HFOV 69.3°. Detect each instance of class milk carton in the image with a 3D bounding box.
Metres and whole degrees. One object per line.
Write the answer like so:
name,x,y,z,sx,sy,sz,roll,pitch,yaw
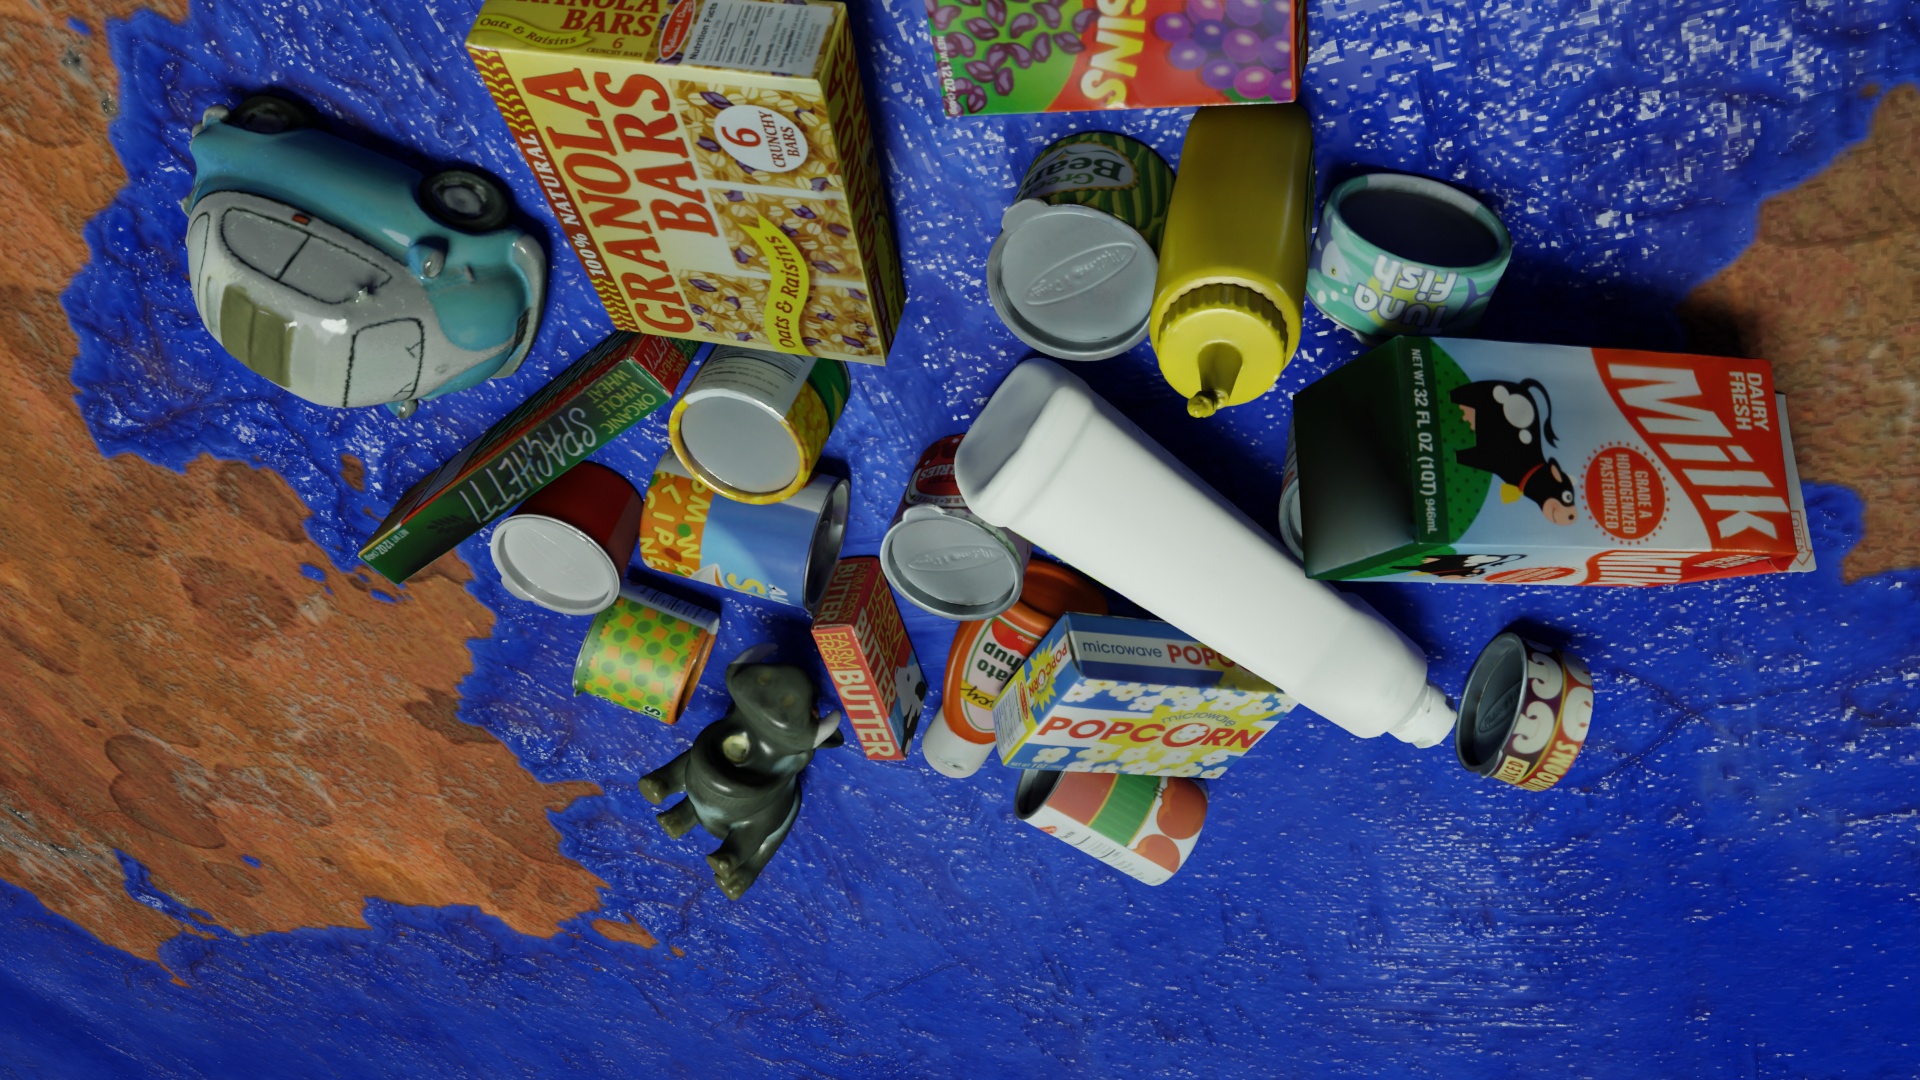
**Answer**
milk carton,0.223,-0.024,0.496,0.191,0.072,0.073,1,169,-15

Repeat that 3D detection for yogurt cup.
yogurt cup,-0.198,-0.003,0.713,0.072,0.054,0.072,9,135,10

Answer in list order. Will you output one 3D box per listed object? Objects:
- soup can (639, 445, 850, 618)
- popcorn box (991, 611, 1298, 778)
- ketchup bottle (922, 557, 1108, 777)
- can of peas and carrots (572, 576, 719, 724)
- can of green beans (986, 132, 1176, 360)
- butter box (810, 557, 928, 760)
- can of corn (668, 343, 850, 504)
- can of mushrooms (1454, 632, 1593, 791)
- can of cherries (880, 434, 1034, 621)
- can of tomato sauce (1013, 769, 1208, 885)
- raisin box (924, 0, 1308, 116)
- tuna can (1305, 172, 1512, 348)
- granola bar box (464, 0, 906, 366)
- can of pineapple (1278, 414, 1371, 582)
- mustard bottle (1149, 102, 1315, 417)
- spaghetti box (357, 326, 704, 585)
soup can,-0.103,-0.005,0.669,0.084,0.072,0.071,14,135,6
popcorn box,0.089,0.077,0.670,0.127,0.038,0.084,7,140,-24
ketchup bottle,0.020,0.071,0.718,0.065,0.044,0.148,22,136,-6
can of peas and carrots,-0.171,0.063,0.756,0.059,0.071,0.070,21,135,-2
can of green beans,0.048,-0.111,0.524,0.071,0.058,0.071,10,135,10
butter box,-0.046,0.063,0.726,0.024,0.053,0.103,-3,131,18
can of corn,-0.089,-0.057,0.622,0.071,0.058,0.070,10,134,10
can of mushrooms,0.253,0.080,0.627,0.033,0.071,0.070,18,135,-1
can of cherries,0.002,-0.008,0.638,0.071,0.059,0.071,10,135,11
can of tomato sauce,0.082,0.136,0.745,0.083,0.071,0.070,29,135,-10
raisin box,0.051,-0.189,0.462,0.123,0.040,0.085,3,132,18
tuna can,0.157,-0.098,0.490,0.071,0.071,0.032,15,134,5
granola bar box,-0.093,-0.134,0.526,0.124,0.039,0.165,8,155,9
can of pineapple,0.167,-0.026,0.565,0.071,0.058,0.070,10,135,10
mustard bottle,0.090,-0.088,0.459,0.049,0.161,0.065,5,135,12
spaghetti box,-0.217,-0.044,0.684,0.249,0.050,0.028,-26,122,36
